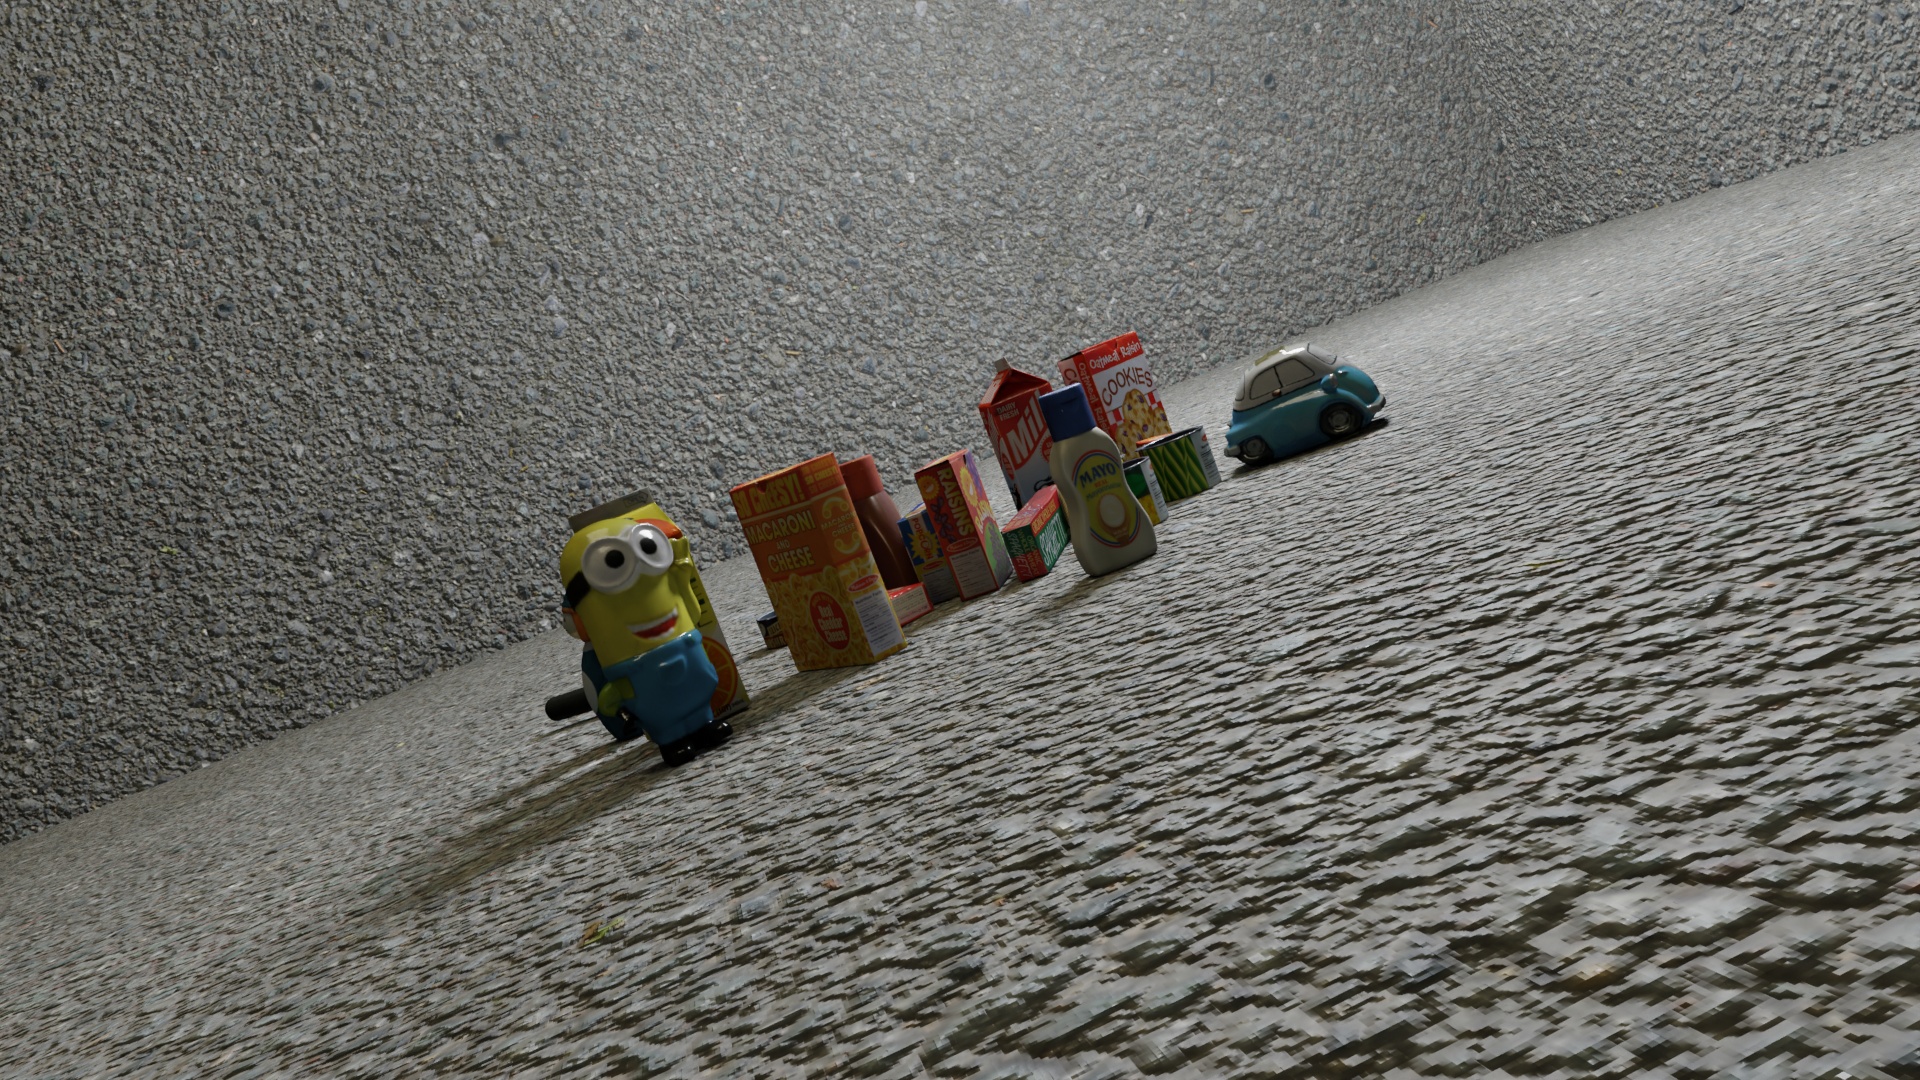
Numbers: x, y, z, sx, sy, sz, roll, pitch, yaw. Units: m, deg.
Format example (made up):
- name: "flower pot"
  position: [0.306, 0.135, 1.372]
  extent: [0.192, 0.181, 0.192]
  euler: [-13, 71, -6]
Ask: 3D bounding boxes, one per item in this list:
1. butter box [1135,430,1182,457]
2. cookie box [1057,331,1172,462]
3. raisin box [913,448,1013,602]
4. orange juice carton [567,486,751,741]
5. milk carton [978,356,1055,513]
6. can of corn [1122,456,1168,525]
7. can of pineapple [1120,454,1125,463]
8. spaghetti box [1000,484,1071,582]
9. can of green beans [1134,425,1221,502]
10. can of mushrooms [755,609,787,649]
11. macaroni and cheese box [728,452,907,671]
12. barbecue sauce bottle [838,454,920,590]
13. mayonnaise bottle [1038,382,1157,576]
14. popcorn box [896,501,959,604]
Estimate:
- name: "butter box"
  position: [0.224, -0.087, 1.475]
  extent: [0.024, 0.053, 0.103]
  euler: [-23, 6, -16]
- name: "cookie box"
  position: [0.183, -0.142, 1.561]
  extent: [0.040, 0.167, 0.123]
  euler: [-17, 7, 39]
- name: "raisin box"
  position: [0.004, -0.016, 1.250]
  extent: [0.040, 0.123, 0.086]
  euler: [-20, 6, 15]
- name: "orange juice carton"
  position: [-0.243, 0.058, 1.101]
  extent: [0.072, 0.192, 0.073]
  euler: [-24, 6, -29]
- name: "milk carton"
  position: [0.076, -0.108, 1.510]
  extent: [0.073, 0.190, 0.072]
  euler: [-22, 6, -8]
- name: "can of corn"
  position: [0.148, -0.038, 1.269]
  extent: [0.071, 0.058, 0.071]
  euler: [-21, 6, 2]
- name: "can of pineapple"
  position: [0.140, -0.047, 1.378]
  extent: [0.071, 0.058, 0.071]
  euler: [-21, 6, 2]
- name: "spaghetti box"
  position: [0.077, -0.011, 1.311]
  extent: [0.028, 0.050, 0.251]
  euler: [-20, 6, 14]
- name: "can of green beans"
  position: [0.217, -0.075, 1.370]
  extent: [0.071, 0.057, 0.071]
  euler: [-21, 6, 2]
- name: "can of mushrooms"
  position: [-0.170, 0.083, 1.396]
  extent: [0.071, 0.033, 0.071]
  euler: [-21, 6, 2]
- name: "macaroni and cheese box"
  position: [-0.119, 0.021, 1.134]
  extent: [0.040, 0.166, 0.123]
  euler: [-25, 7, -36]
- name: "barbecue sauce bottle"
  position: [-0.077, -0.008, 1.340]
  extent: [0.044, 0.148, 0.064]
  euler: [-25, 7, -33]
- name: "mayonnaise bottle"
  position: [0.103, -0.050, 1.099]
  extent: [0.065, 0.148, 0.041]
  euler: [-22, 6, -13]
- name: "popcorn box"
  position: [-0.018, 0.006, 1.319]
  extent: [0.038, 0.085, 0.127]
  euler: [-20, 6, 11]
